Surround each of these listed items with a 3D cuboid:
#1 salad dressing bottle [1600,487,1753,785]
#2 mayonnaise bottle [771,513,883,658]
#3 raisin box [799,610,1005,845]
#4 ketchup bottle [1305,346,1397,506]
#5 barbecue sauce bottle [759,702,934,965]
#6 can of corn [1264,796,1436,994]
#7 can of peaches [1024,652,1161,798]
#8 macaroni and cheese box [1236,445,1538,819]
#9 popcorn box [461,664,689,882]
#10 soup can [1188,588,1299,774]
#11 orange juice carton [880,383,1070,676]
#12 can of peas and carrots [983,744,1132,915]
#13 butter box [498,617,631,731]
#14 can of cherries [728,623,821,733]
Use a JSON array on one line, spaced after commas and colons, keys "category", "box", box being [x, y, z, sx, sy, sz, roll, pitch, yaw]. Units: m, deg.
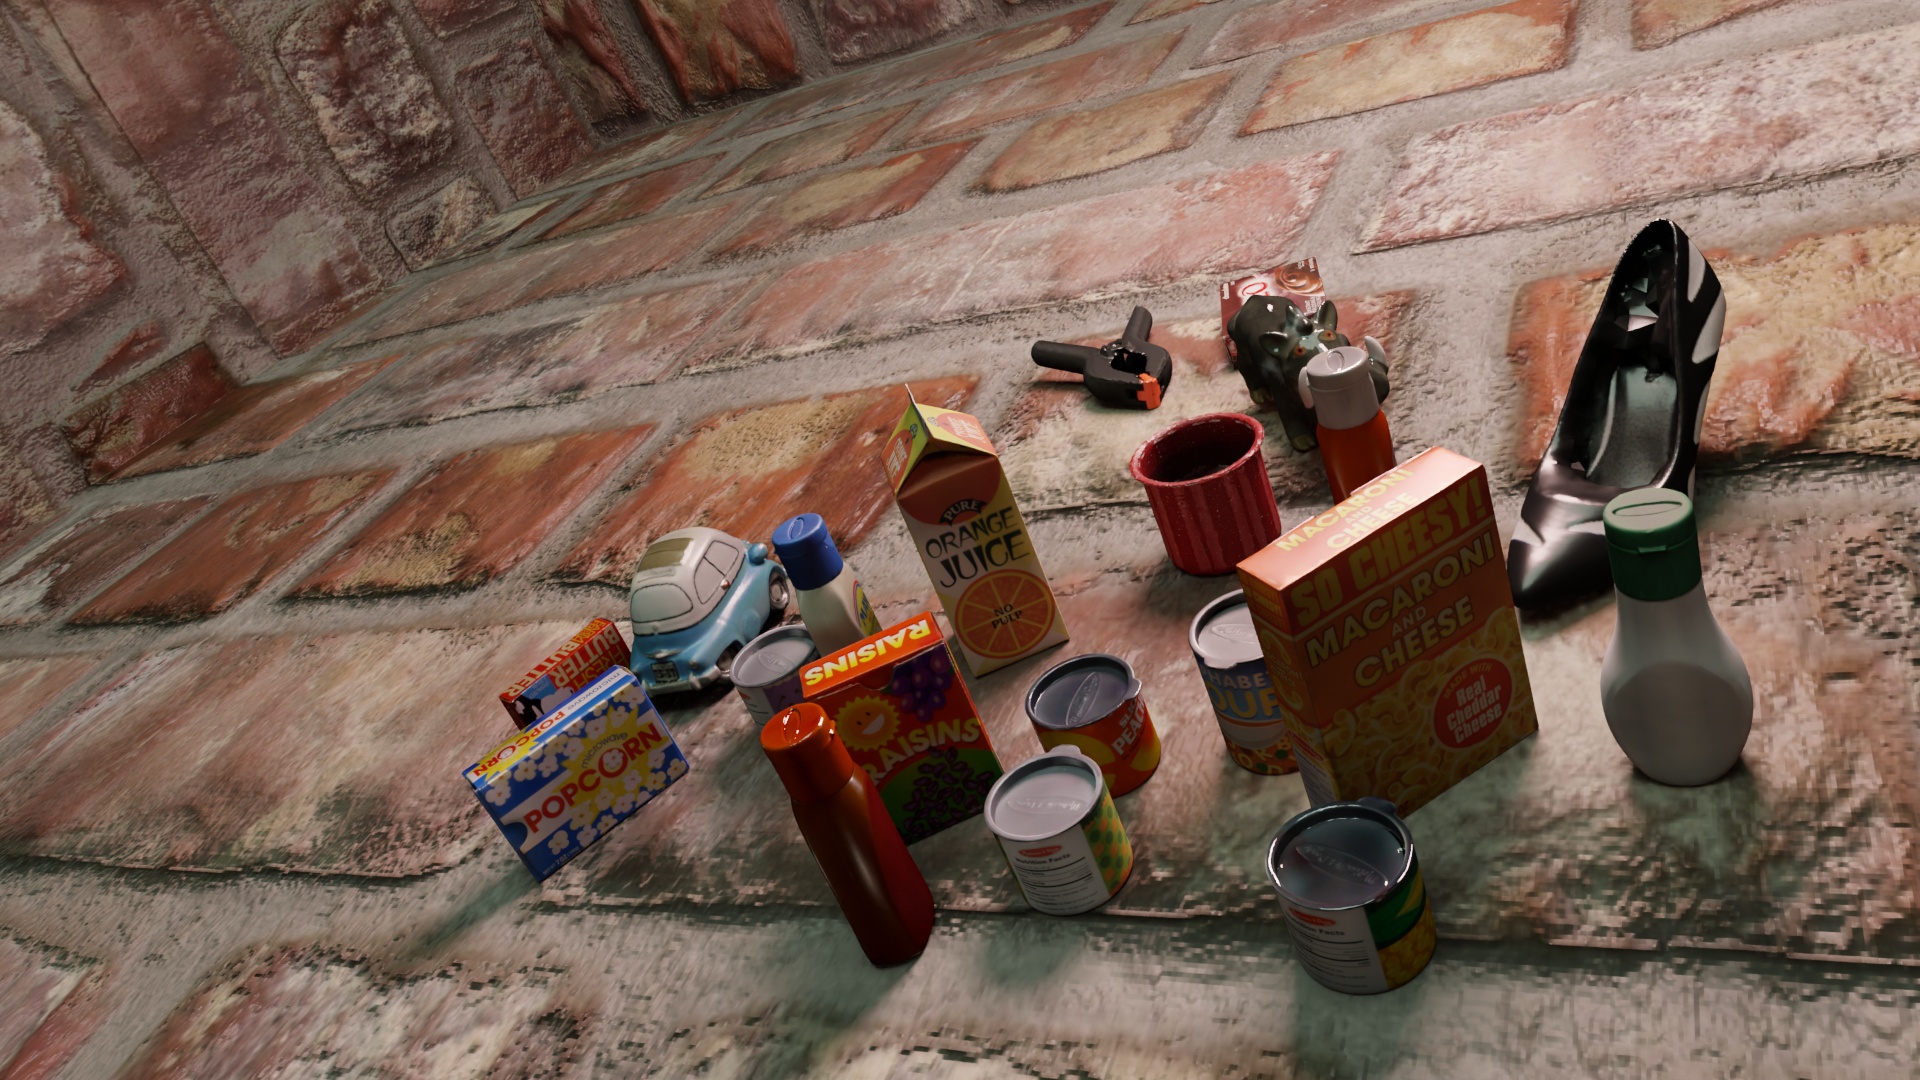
[{"category": "salad dressing bottle", "box": [0.327, 0.046, 0.642, 0.064, 0.147, 0.044, -8, 31, 27]}, {"category": "mayonnaise bottle", "box": [-0.080, 0.052, 0.926, 0.041, 0.147, 0.065, -17, 28, 11]}, {"category": "raisin box", "box": [-0.031, 0.113, 0.811, 0.086, 0.123, 0.040, -24, 28, -1]}, {"category": "ketchup bottle", "box": [0.247, -0.046, 0.858, 0.043, 0.148, 0.065, -15, 29, 16]}, {"category": "barbecue sauce bottle", "box": [-0.059, 0.153, 0.736, 0.043, 0.148, 0.065, -19, 28, 8]}, {"category": "can of corn", "box": [0.182, 0.162, 0.639, 0.071, 0.058, 0.071, -18, 28, 10]}, {"category": "can of peaches", "box": [0.080, 0.108, 0.807, 0.071, 0.057, 0.071, -18, 28, 10]}, {"category": "macaroni and cheese box", "box": [0.214, 0.054, 0.689, 0.124, 0.165, 0.040, -30, 28, -12]}, {"category": "popcorn box", "box": [-0.259, 0.156, 0.943, 0.127, 0.085, 0.038, -37, 31, -24]}, {"category": "soup can", "box": [0.167, 0.079, 0.767, 0.071, 0.083, 0.072, -18, 28, 10]}, {"category": "orange juice carton", "box": [0.003, -0.012, 0.928, 0.073, 0.192, 0.072, -23, 28, 0]}, {"category": "can of peas and carrots", "box": [0.054, 0.155, 0.745, 0.071, 0.058, 0.071, -18, 28, 10]}, {"category": "butter box", "box": [-0.304, 0.112, 1.087, 0.024, 0.053, 0.104, 7, 40, 44]}, {"category": "can of cherries", "box": [-0.116, 0.100, 0.965, 0.071, 0.058, 0.072, -18, 28, 10]}]
